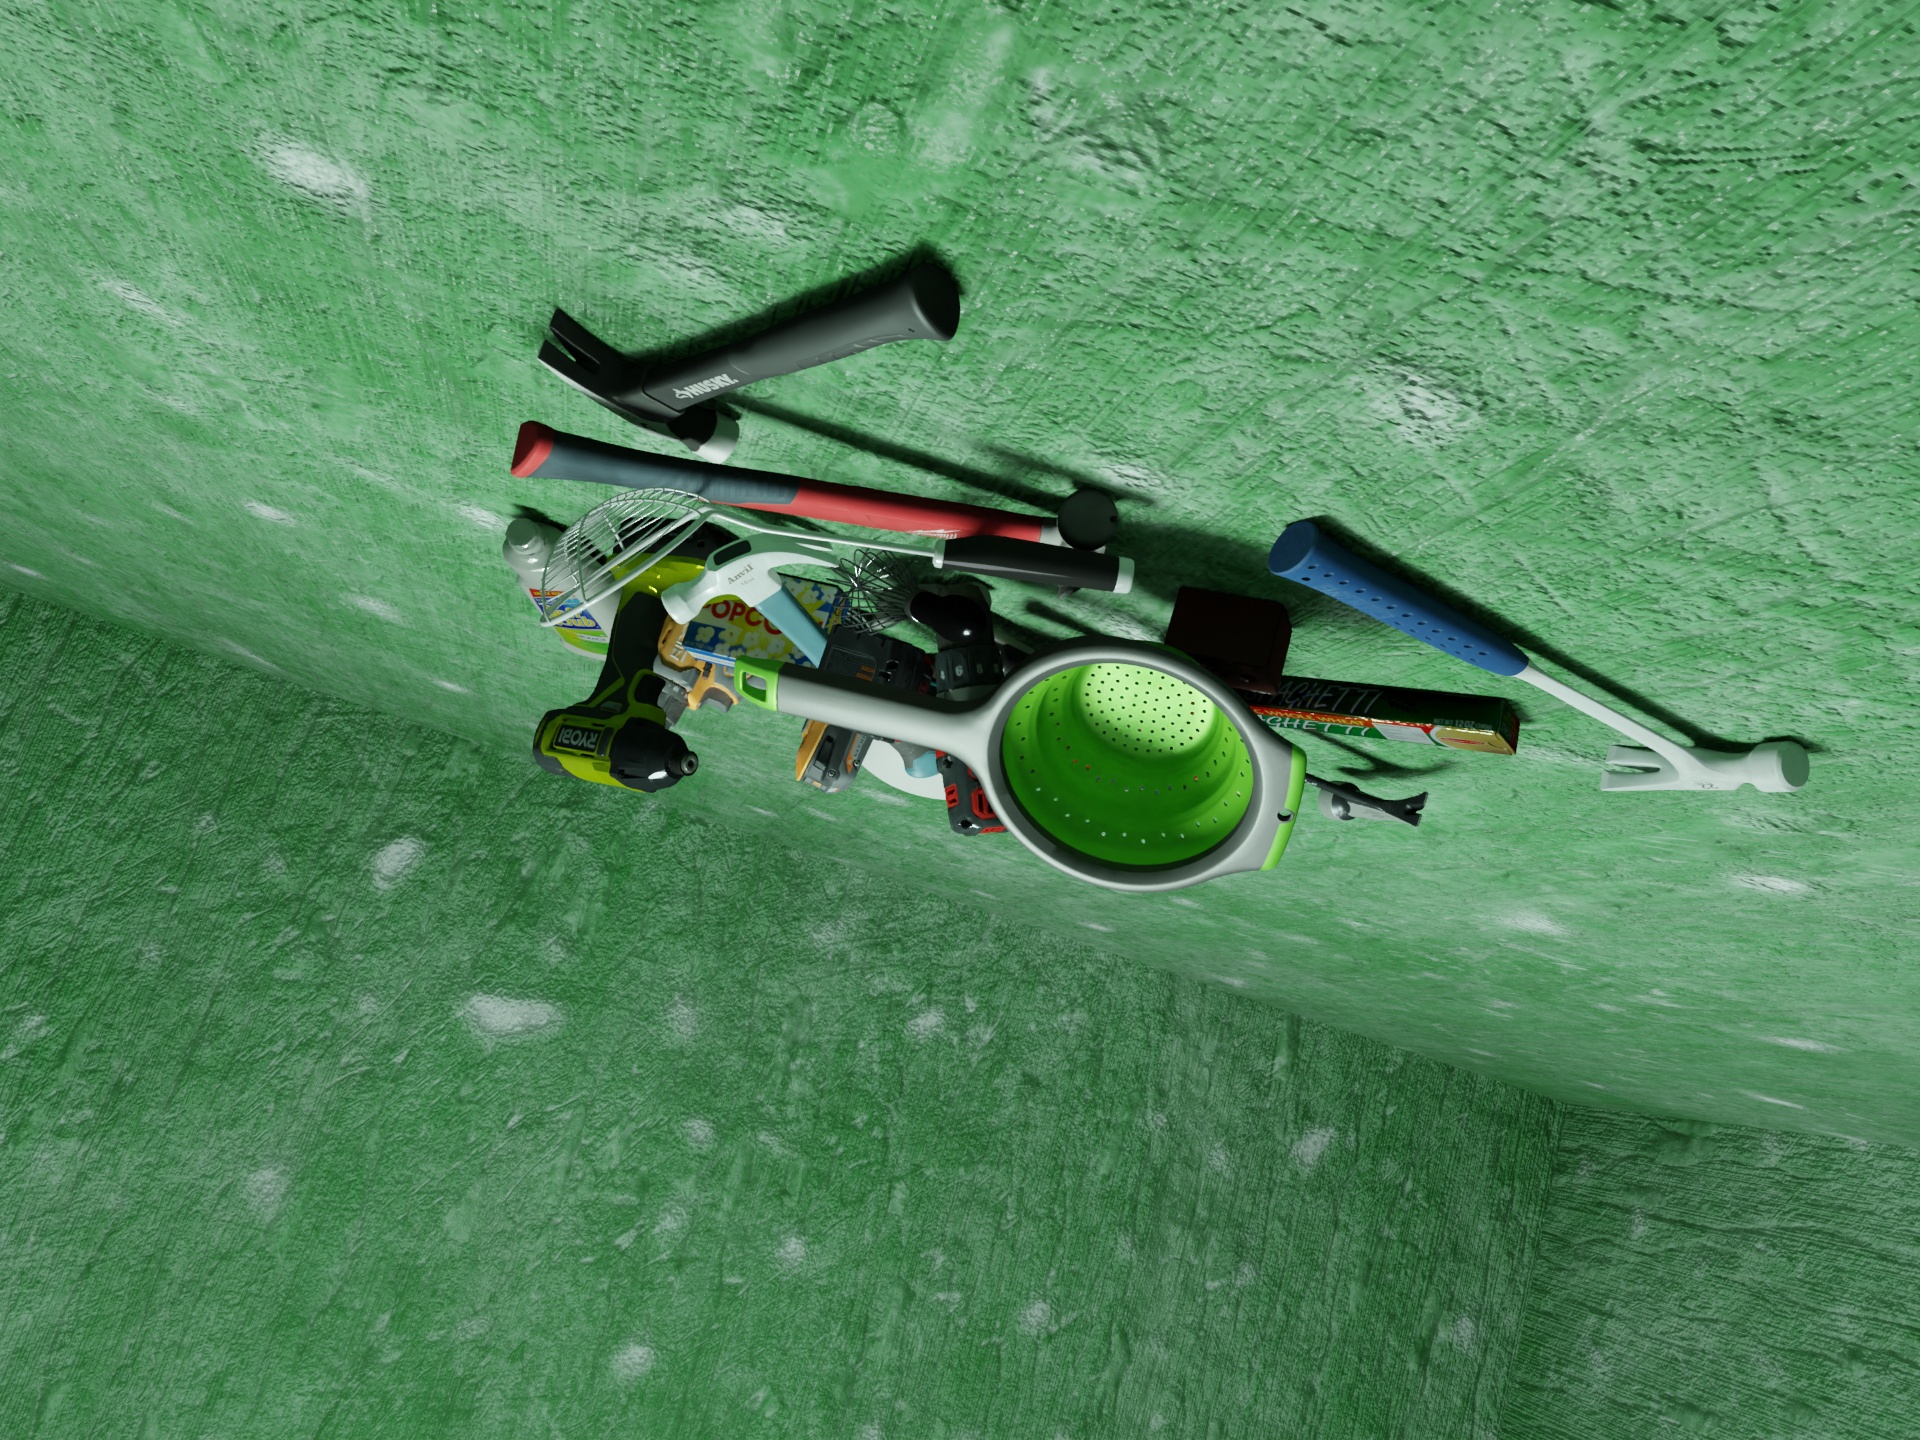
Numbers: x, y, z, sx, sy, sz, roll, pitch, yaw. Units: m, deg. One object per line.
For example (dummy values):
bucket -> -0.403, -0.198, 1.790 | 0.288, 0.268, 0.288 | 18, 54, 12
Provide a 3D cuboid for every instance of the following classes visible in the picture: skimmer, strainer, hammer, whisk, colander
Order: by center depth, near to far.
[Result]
hammer -> -0.117, -0.211, 0.909 | 0.146, 0.035, 0.335 | 26, 165, -35
skimmer -> -0.077, -0.084, 0.991 | 0.363, 0.090, 0.127 | 7, -161, -4
hammer -> 0.364, -0.031, 1.039 | 0.405, 0.035, 0.144 | 23, 166, -24
hammer -> -0.098, -0.142, 1.049 | 0.386, 0.038, 0.143 | 9, 169, -3
colander -> 0.041, -0.007, 1.108 | 0.397, 0.095, 0.204 | 13, 127, 9
whisk -> -0.037, -0.085, 1.118 | 0.070, 0.070, 0.285 | 22, -178, -21
hammer -> 0.207, 0.017, 1.322 | 0.408, 0.036, 0.149 | 20, 175, -22
hammer -> -0.102, -0.043, 1.334 | 0.128, 0.033, 0.330 | -32, 137, 10
hammer -> 0.098, -0.032, 1.381 | 0.358, 0.037, 0.149 | 25, 165, -30
strainer -> 0.005, 0.053, 1.724 | 0.211, 0.095, 0.340 | 3, 159, 48

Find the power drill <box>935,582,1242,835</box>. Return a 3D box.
power drill -> 0.087, -0.015, 1.203 | 0.226, 0.188, 0.080 | -5, 173, -15

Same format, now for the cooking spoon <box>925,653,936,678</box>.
cooking spoon -> 0.038, -0.019, 1.498 | 0.069, 0.017, 0.318 | 12, 173, 35

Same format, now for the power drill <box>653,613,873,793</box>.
power drill -> -0.194, -0.009, 1.466 | 0.226, 0.185, 0.084 | 26, 166, -6

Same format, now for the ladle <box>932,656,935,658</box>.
ladle -> -0.063, -0.051, 1.536 | 0.069, 0.031, 0.315 | 19, 167, -41

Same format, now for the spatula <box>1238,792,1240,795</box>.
spatula -> 0.126, 0.026, 1.493 | 0.316, 0.018, 0.059 | 15, 171, 29

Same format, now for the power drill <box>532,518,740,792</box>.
power drill -> -0.257, -0.051, 1.335 | 0.171, 0.223, 0.080 | 7, 164, 37

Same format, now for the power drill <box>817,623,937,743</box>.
power drill -> -0.002, -0.004, 1.288 | 0.219, 0.078, 0.143 | 19, 180, -37
